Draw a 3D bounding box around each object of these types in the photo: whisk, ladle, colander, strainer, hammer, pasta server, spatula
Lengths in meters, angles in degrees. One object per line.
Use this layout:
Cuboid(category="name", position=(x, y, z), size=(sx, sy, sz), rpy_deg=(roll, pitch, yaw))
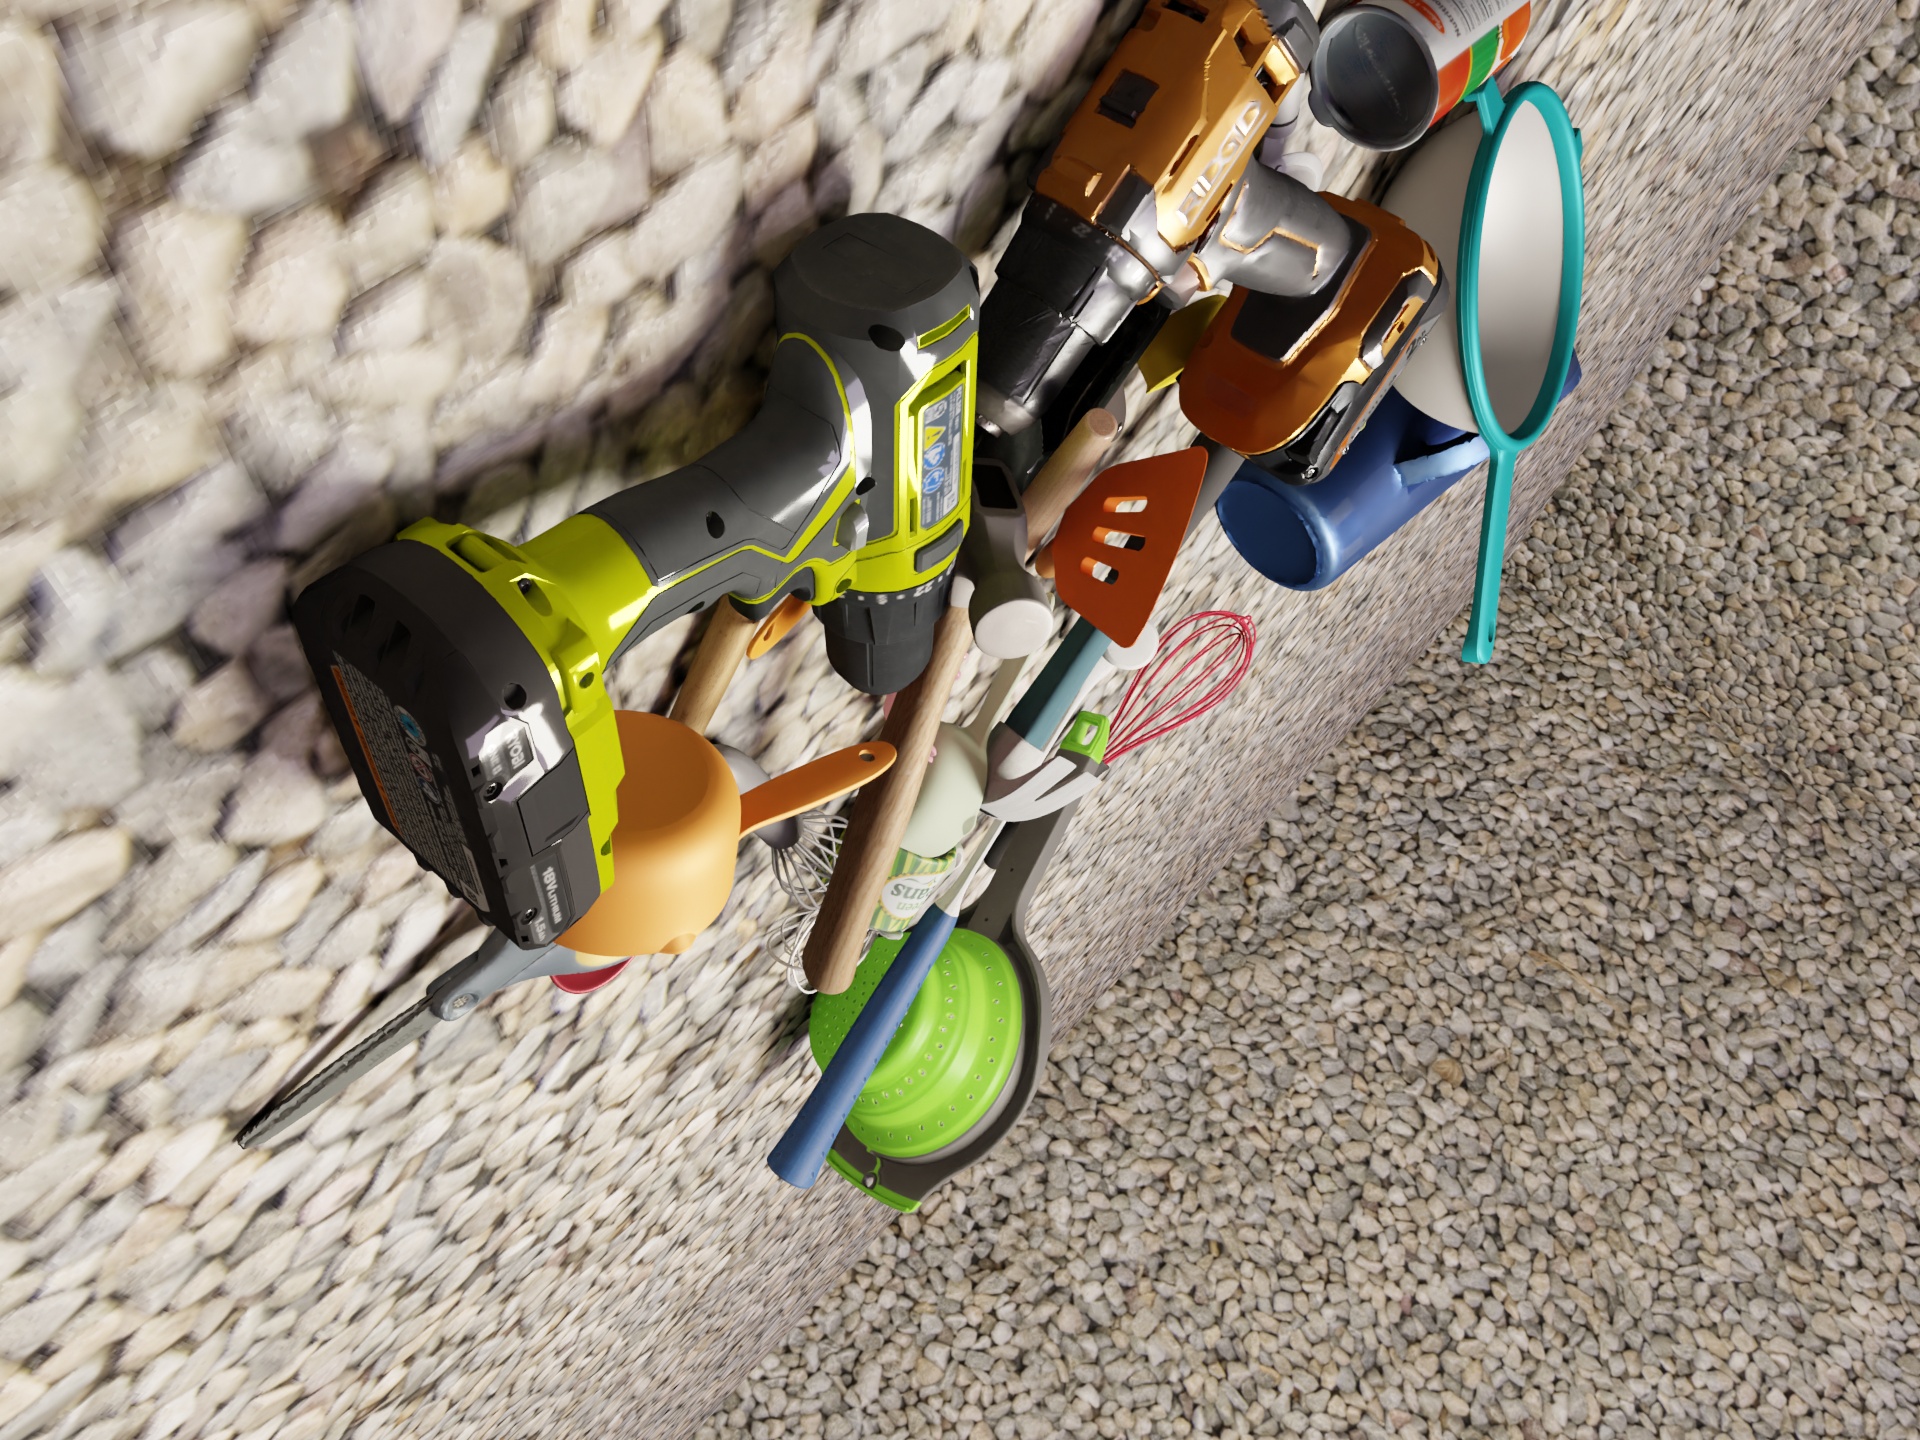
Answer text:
Cuboid(category="whisk", position=(0.127, 0.017, 1.295), size=(0.296, 0.073, 0.073), rpy_deg=(-44, 165, 5))
Cuboid(category="ladle", position=(-0.106, -0.009, 0.643), size=(0.069, 0.031, 0.315), rpy_deg=(-17, 143, -54))
Cuboid(category="whisk", position=(-0.053, 0.121, 1.059), size=(0.246, 0.059, 0.057), rpy_deg=(-28, 131, -64))
Cuboid(category="colander", position=(-0.005, 0.152, 1.170), size=(0.094, 0.205, 0.397), rpy_deg=(38, 75, -41))
Cuboid(category="strainer", position=(0.299, -0.208, 0.976), size=(0.211, 0.095, 0.340), rpy_deg=(-12, 108, -53))
Cuboid(category="hammer", position=(0.098, -0.086, 0.883), size=(0.033, 0.128, 0.331), rpy_deg=(30, 97, -33))
Cuboid(category="pasta server", position=(0.014, -0.054, 0.720), size=(0.316, 0.040, 0.060), rpy_deg=(131, -20, -65))
Cuboid(category="spatula", position=(0.059, -0.077, 0.746), size=(0.322, 0.041, 0.081), rpy_deg=(-107, -142, -87))
Cuboid(category="strainer", position=(0.139, -0.260, 0.706), size=(0.087, 0.050, 0.258), rpy_deg=(-32, 158, -9))
Cuboid(category="hammer", position=(-0.029, 0.019, 0.727), size=(0.031, 0.130, 0.331), rpy_deg=(3, 137, -18))
Cuboid(category="hammer", position=(-0.003, 0.108, 0.992), size=(0.405, 0.035, 0.144), rpy_deg=(-59, -174, 2))
Cuboid(category="whisk", position=(-0.088, 0.055, 0.806), size=(0.055, 0.055, 0.238), rpy_deg=(-48, 160, -7))

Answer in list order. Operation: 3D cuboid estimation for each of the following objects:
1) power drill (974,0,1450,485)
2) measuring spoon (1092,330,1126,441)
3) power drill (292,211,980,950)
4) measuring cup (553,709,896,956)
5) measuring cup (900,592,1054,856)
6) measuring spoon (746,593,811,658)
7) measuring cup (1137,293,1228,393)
Cuboid(category="power drill", position=(0.098, -0.170, 0.647), size=(0.185, 0.084, 0.226), rpy_deg=(-56, 147, 9))
Cuboid(category="measuring spoon", position=(0.080, -0.164, 0.800), size=(0.034, 0.018, 0.124), rpy_deg=(-48, 165, -4))
Cuboid(category="power drill", position=(-0.081, -0.035, 0.518), size=(0.228, 0.080, 0.190), rpy_deg=(-41, 152, -31))
Cuboid(category="measuring cup", position=(-0.091, 0.023, 0.605), size=(0.173, 0.095, 0.052), rpy_deg=(-22, 143, -33))
Cuboid(category="measuring cup", position=(-0.001, -0.003, 0.880), size=(0.038, 0.083, 0.167), rpy_deg=(20, 106, -32))
Cuboid(category="measuring spoon", position=(-0.056, -0.063, 0.639), size=(0.117, 0.011, 0.021), rpy_deg=(-53, 168, -38))
Cuboid(category="measuring cup", position=(0.125, -0.200, 0.833), size=(0.062, 0.029, 0.156), rpy_deg=(-27, -174, 19))
